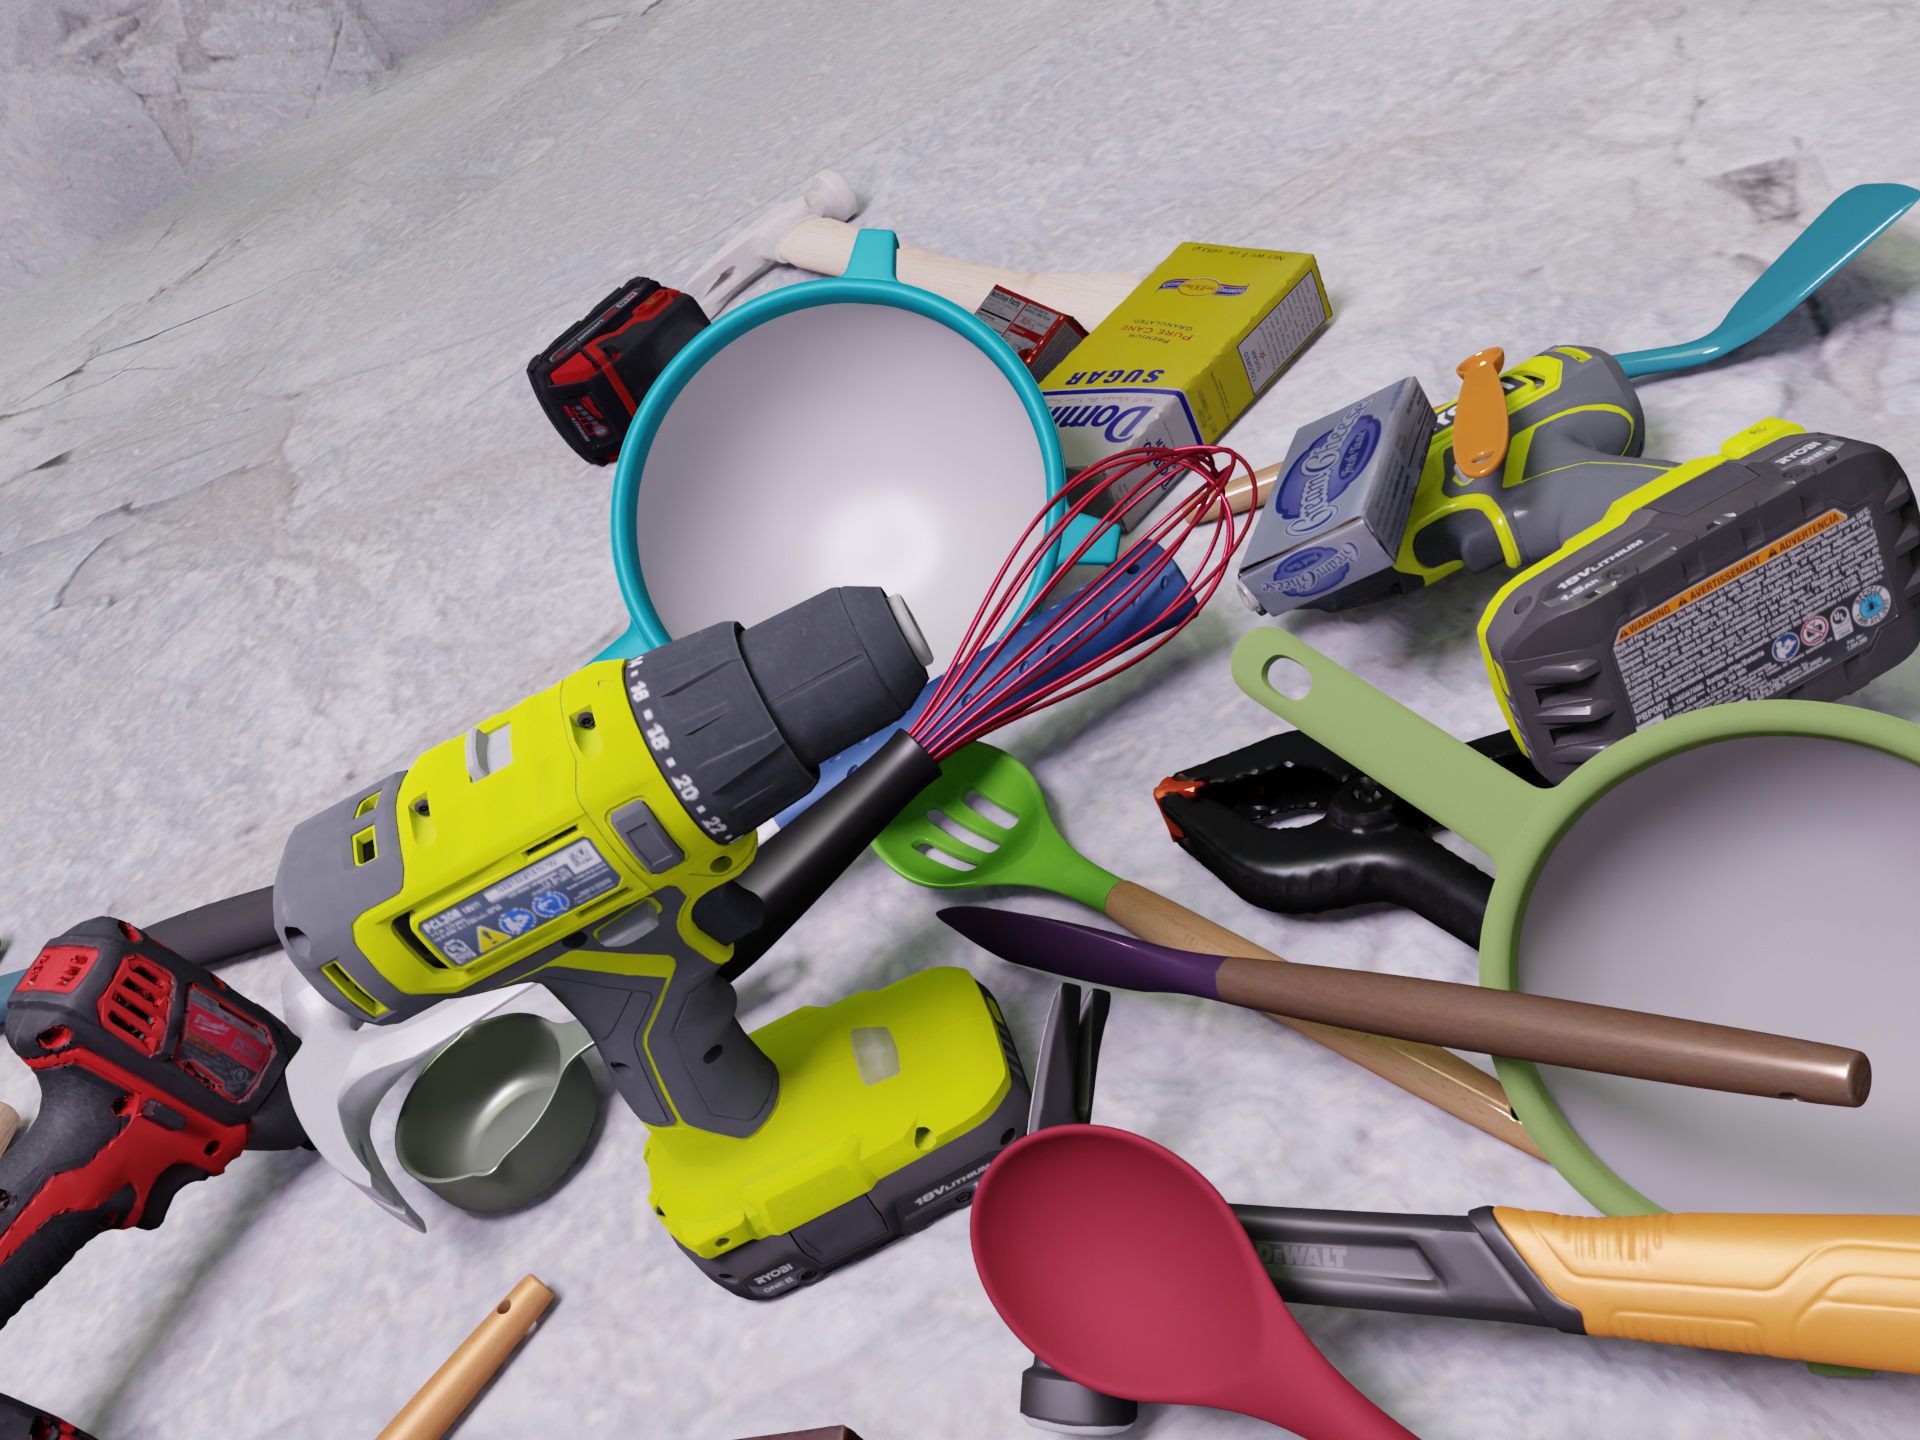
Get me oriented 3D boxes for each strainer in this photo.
[{"bbox_3d":[0.190,0.045,0.461,0.257,0.069,0.151,37,104,32],"label":"strainer"},{"bbox_3d":[-0.099,-0.053,0.756,0.340,0.095,0.211,-37,79,7],"label":"strainer"}]

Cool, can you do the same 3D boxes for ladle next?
[{"bbox_3d":[0.131,0.190,0.365,0.316,0.031,0.069,27,98,33],"label":"ladle"}]

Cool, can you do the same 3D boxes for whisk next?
[{"bbox_3d":[-0.001,-0.002,0.587,0.296,0.073,0.073,-43,40,-9],"label":"whisk"}]

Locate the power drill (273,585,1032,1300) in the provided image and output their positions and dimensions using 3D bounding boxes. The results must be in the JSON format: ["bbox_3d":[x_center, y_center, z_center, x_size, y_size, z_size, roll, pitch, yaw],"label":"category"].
[{"bbox_3d":[-0.065,0.072,0.498,0.190,0.228,0.080,-27,38,3],"label":"power drill"}]

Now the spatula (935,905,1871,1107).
[{"bbox_3d":[0.099,0.079,0.474,0.316,0.059,0.018,0,60,50],"label":"spatula"}]

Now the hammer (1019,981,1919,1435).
[{"bbox_3d":[0.167,0.130,0.397,0.337,0.034,0.127,-6,72,30],"label":"hammer"}]

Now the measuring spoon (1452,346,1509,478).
[{"bbox_3d":[0.198,-0.115,0.601,0.021,0.011,0.117,-22,24,28],"label":"measuring spoon"}]

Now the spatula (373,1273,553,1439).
[{"bbox_3d":[-0.254,0.309,0.509,0.081,0.041,0.323,17,57,44],"label":"spatula"}]

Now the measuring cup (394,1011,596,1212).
[{"bbox_3d":[-0.142,0.135,0.634,0.167,0.038,0.083,-30,38,-3],"label":"measuring cup"}]

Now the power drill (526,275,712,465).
[{"bbox_3d":[-0.174,-0.188,0.982,0.227,0.080,0.188,23,62,42],"label":"power drill"}]

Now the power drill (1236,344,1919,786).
[{"bbox_3d":[0.208,-0.062,0.577,0.171,0.080,0.223,-29,23,0],"label":"power drill"}]

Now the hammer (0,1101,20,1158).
[{"bbox_3d":[-0.470,0.301,0.660,0.130,0.031,0.332,-19,39,13],"label":"hammer"}]

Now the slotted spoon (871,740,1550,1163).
[{"bbox_3d":[0.074,0.076,0.571,0.070,0.031,0.314,-45,43,-19],"label":"slotted spoon"}]

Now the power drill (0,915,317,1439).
[{"bbox_3d":[-0.335,0.201,0.609,0.078,0.143,0.220,-5,51,34],"label":"power drill"}]

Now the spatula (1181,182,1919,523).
[{"bbox_3d":[0.246,-0.153,0.702,0.317,0.044,0.082,-18,16,17],"label":"spatula"}]

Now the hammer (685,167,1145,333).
[{"bbox_3d":[-0.031,-0.281,1.022,0.146,0.038,0.411,-43,40,-14],"label":"hammer"}]

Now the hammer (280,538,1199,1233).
[{"bbox_3d":[-0.082,0.048,0.634,0.405,0.035,0.144,-31,41,-6],"label":"hammer"}]

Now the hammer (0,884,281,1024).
[{"bbox_3d":[-0.429,0.122,0.830,0.331,0.033,0.128,-17,39,15],"label":"hammer"}]
